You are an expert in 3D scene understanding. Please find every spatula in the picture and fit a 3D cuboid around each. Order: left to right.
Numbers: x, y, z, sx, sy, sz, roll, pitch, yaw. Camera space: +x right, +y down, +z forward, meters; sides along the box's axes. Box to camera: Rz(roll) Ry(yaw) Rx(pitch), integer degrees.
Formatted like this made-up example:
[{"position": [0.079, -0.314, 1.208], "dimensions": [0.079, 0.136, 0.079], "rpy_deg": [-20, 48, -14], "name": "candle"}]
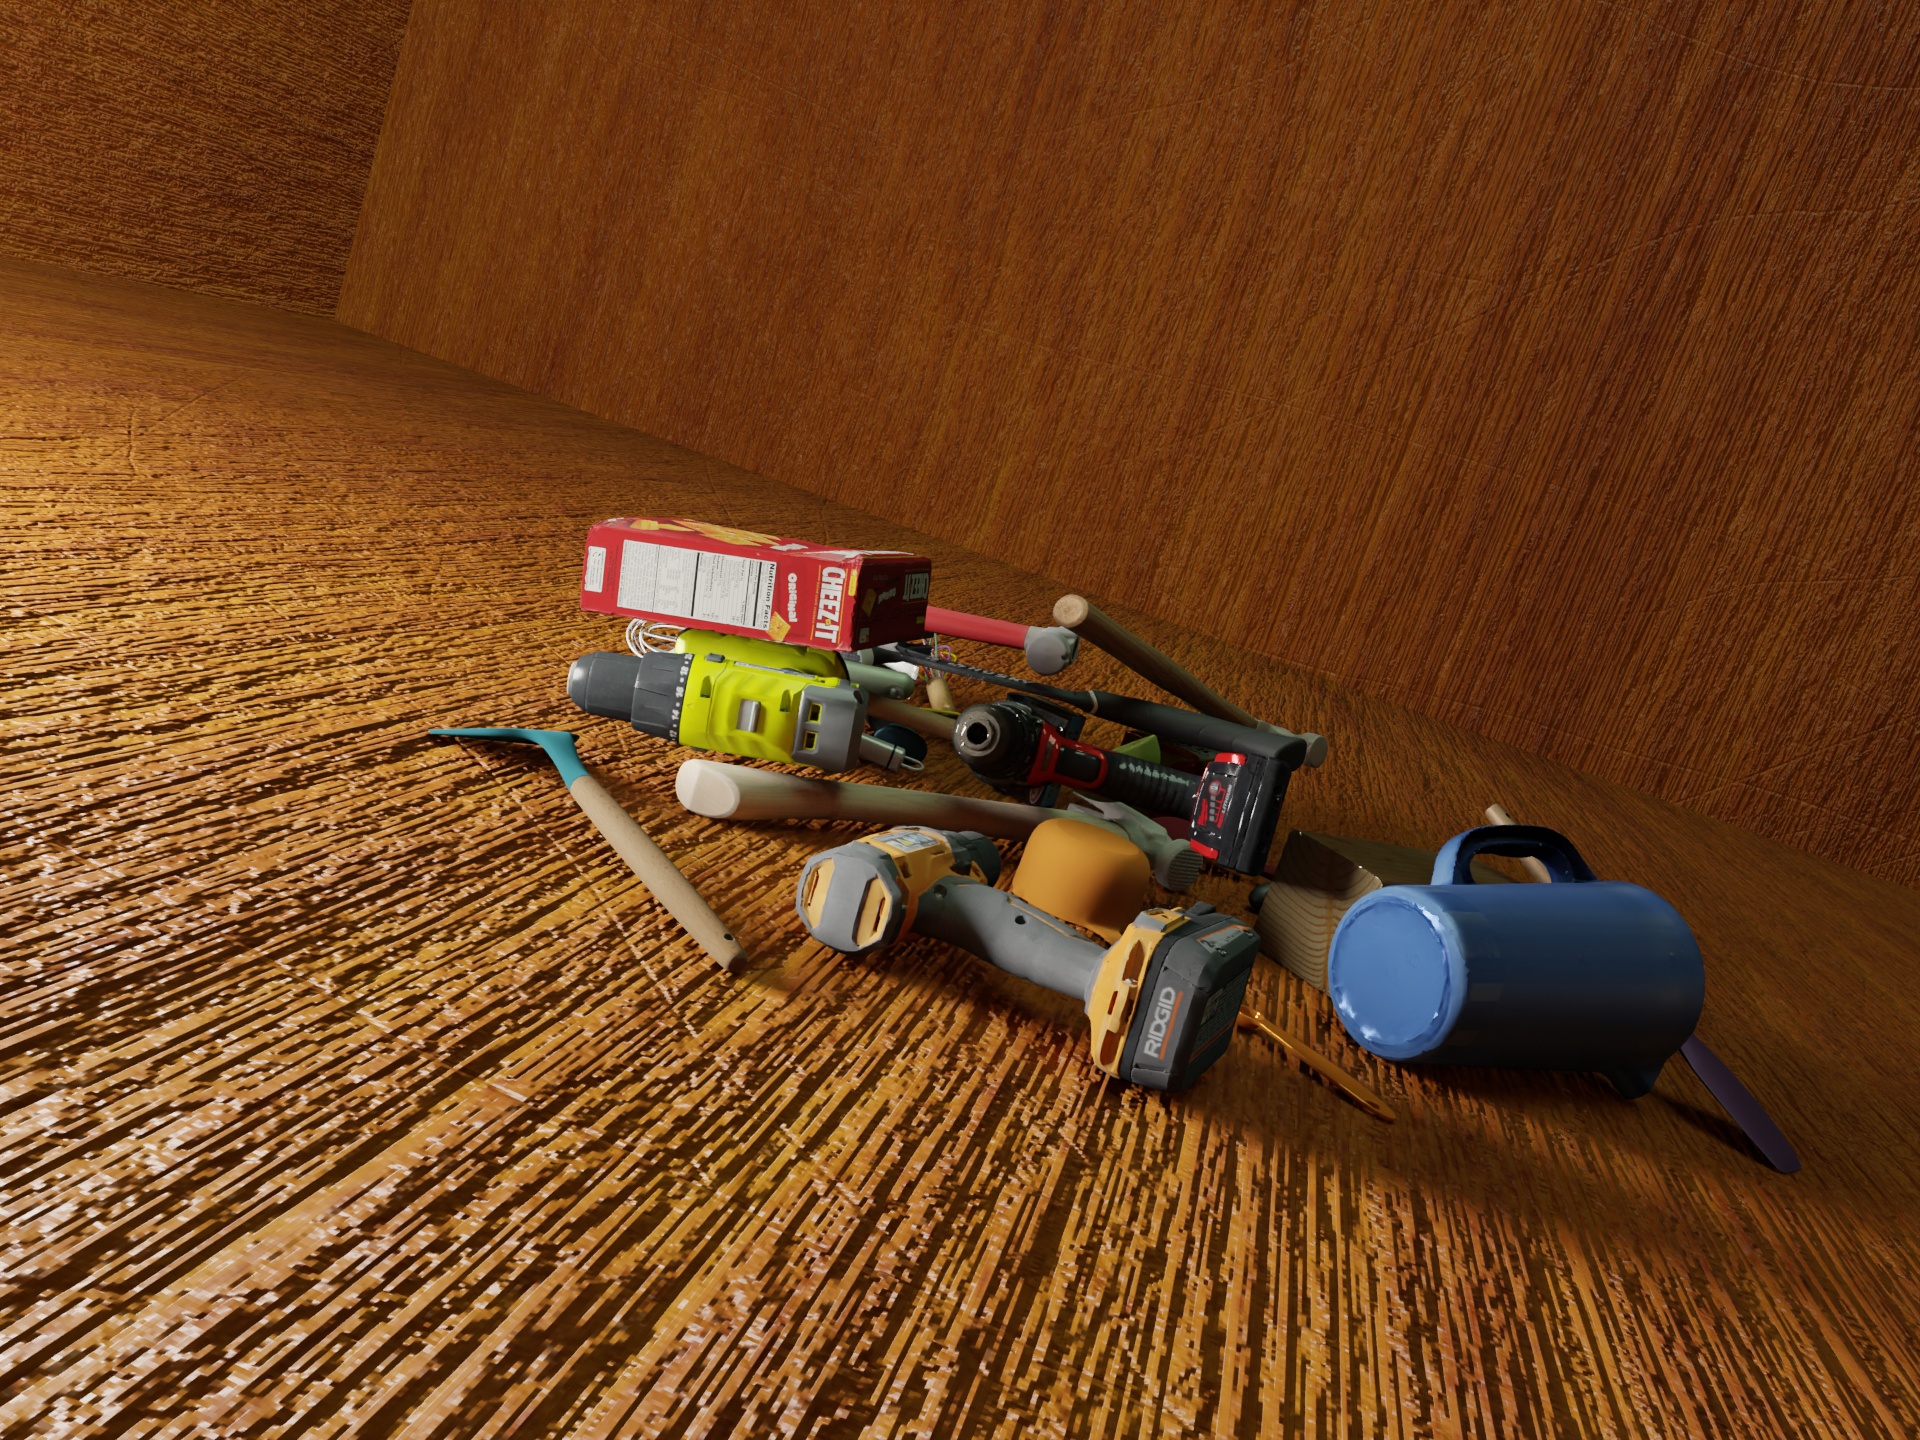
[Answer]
[{"position": [-0.201, 0.059, 0.886], "dimensions": [0.082, 0.044, 0.318], "rpy_deg": [9, 19, -42], "name": "spatula"}, {"position": [0.474, 0.180, 1.121], "dimensions": [0.059, 0.018, 0.316], "rpy_deg": [7, 41, -45], "name": "spatula"}]

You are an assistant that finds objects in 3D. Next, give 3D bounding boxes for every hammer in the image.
[{"position": [-0.082, -0.022, 1.437], "dimensions": [0.128, 0.033, 0.331], "rpy_deg": [14, 12, -16], "name": "hammer"}, {"position": [-0.082, -0.105, 1.445], "dimensions": [0.386, 0.038, 0.143], "rpy_deg": [12, 13, 9], "name": "hammer"}, {"position": [-0.017, 0.063, 1.130], "dimensions": [0.410, 0.038, 0.146], "rpy_deg": [10, 13, -37], "name": "hammer"}, {"position": [0.097, -0.020, 1.378], "dimensions": [0.409, 0.036, 0.149], "rpy_deg": [15, 16, 21], "name": "hammer"}, {"position": [0.187, -0.034, 1.378], "dimensions": [0.130, 0.031, 0.331], "rpy_deg": [17, -8, 45], "name": "hammer"}]

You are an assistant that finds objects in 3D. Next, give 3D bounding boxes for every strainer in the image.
[{"position": [-0.148, -0.011, 1.262], "dimensions": [0.258, 0.050, 0.087], "rpy_deg": [22, 24, -3], "name": "strainer"}]

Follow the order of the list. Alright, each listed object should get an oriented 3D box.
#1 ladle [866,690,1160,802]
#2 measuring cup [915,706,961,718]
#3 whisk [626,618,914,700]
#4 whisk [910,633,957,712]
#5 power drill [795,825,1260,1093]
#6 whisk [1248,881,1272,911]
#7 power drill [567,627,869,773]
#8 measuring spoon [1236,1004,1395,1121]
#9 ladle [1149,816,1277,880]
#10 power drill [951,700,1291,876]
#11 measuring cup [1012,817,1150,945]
[{"position": [-0.002, -0.004, 1.235], "dimensions": [0.320, 0.062, 0.078], "rpy_deg": [17, 2, 4], "name": "ladle"}, {"position": [-0.071, -0.023, 1.291], "dimensions": [0.156, 0.029, 0.062], "rpy_deg": [7, -13, 12], "name": "measuring cup"}, {"position": [-0.159, -0.052, 1.342], "dimensions": [0.246, 0.057, 0.059], "rpy_deg": [12, 51, -5], "name": "whisk"}, {"position": [-0.021, -0.042, 1.606], "dimensions": [0.047, 0.051, 0.245], "rpy_deg": [23, 13, -11], "name": "whisk"}, {"position": [0.045, 0.116, 0.882], "dimensions": [0.226, 0.084, 0.185], "rpy_deg": [19, 9, 21], "name": "power drill"}, {"position": [0.333, 0.143, 1.253], "dimensions": [0.239, 0.055, 0.055], "rpy_deg": [3, 16, -19], "name": "whisk"}, {"position": [-0.161, -0.020, 1.109], "dimensions": [0.190, 0.080, 0.228], "rpy_deg": [10, 6, -4], "name": "power drill"}, {"position": [0.201, 0.198, 0.914], "dimensions": [0.021, 0.011, 0.117], "rpy_deg": [9, 19, -46], "name": "measuring spoon"}, {"position": [0.289, 0.139, 1.294], "dimensions": [0.315, 0.031, 0.069], "rpy_deg": [21, 13, 3], "name": "ladle"}, {"position": [0.105, 0.037, 1.088], "dimensions": [0.227, 0.080, 0.188], "rpy_deg": [16, -2, 13], "name": "power drill"}, {"position": [0.100, 0.113, 1.034], "dimensions": [0.095, 0.052, 0.174], "rpy_deg": [13, 11, -27], "name": "measuring cup"}]
